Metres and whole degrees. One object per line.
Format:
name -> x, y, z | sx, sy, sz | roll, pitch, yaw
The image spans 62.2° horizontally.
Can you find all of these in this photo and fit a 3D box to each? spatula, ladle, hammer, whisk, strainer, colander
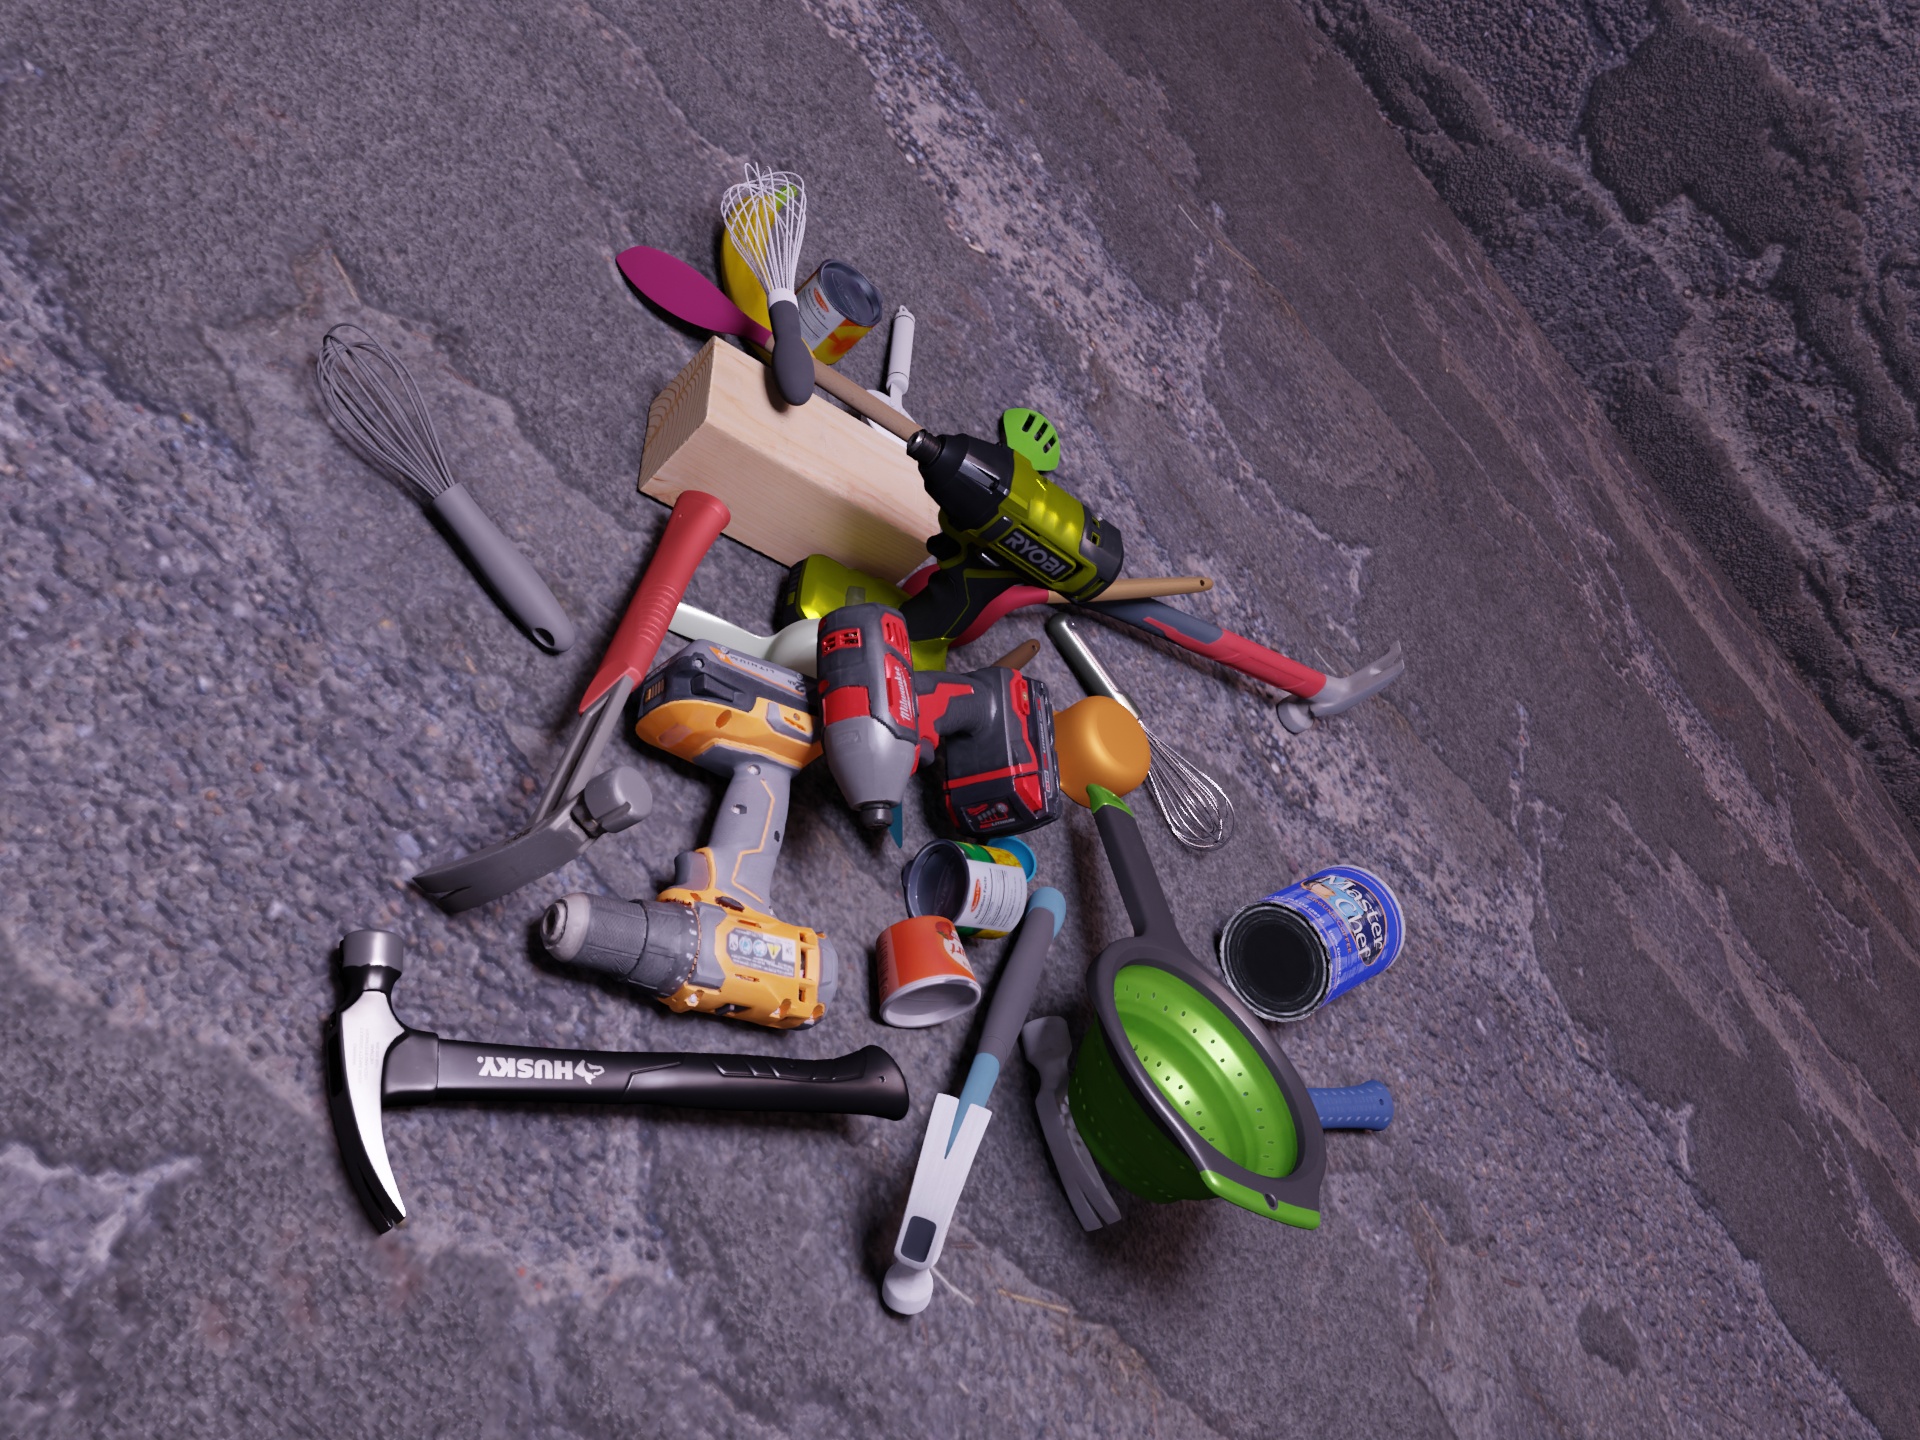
spatula -> -0.002, -0.004, 1.214 | 0.317, 0.044, 0.082 | -40, 110, -53
ladle -> 0.090, -0.105, 1.325 | 0.315, 0.031, 0.069 | -7, 83, -33
hammer -> 0.019, 0.221, 1.049 | 0.033, 0.128, 0.331 | 18, 33, 7
whisk -> -0.315, -0.141, 0.982 | 0.239, 0.055, 0.055 | 54, 38, -10
whisk -> -0.135, -0.329, 1.188 | 0.070, 0.070, 0.285 | 22, 39, -35
hammer -> -0.173, 0.202, 0.873 | 0.334, 0.035, 0.146 | 12, 57, -33
strainer -> -0.055, -0.280, 1.356 | 0.086, 0.050, 0.259 | 38, 36, -30
whisk -> 0.152, 0.008, 1.365 | 0.246, 0.059, 0.058 | 54, 26, 5
hammer -> 0.230, -0.083, 1.449 | 0.386, 0.143, 0.038 | 20, 53, -31
colander -> 0.125, 0.202, 1.128 | 0.204, 0.094, 0.398 | 28, 28, -31
hammer -> -0.211, -0.033, 0.974 | 0.036, 0.149, 0.359 | 52, 27, -28
hammer -> 0.209, 0.306, 1.225 | 0.405, 0.035, 0.144 | 11, 56, -41

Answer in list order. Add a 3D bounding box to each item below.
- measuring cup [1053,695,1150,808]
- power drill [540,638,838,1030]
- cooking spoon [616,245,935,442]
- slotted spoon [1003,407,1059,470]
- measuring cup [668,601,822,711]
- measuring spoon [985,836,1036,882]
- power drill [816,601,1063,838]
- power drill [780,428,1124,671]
measuring cup -> 0.092, 0.032, 1.278 | 0.173, 0.052, 0.095 | -19, 79, -53
power drill -> -0.162, 0.067, 0.974 | 0.185, 0.084, 0.226 | 20, 56, -36
cooking spoon -> -0.125, -0.278, 1.222 | 0.319, 0.017, 0.069 | 33, 39, 3
slotted spoon -> 0.031, -0.191, 1.393 | 0.070, 0.031, 0.314 | 42, 42, -14
measuring cup -> -0.137, -0.047, 1.086 | 0.167, 0.083, 0.038 | 22, 5, -20
measuring spoon -> 0.021, 0.074, 1.209 | 0.042, 0.021, 0.129 | -5, 57, -24
power drill -> -0.017, 0.014, 1.074 | 0.219, 0.078, 0.143 | 21, 59, -57
power drill -> -0.020, -0.108, 1.123 | 0.171, 0.223, 0.080 | 31, 45, -28
